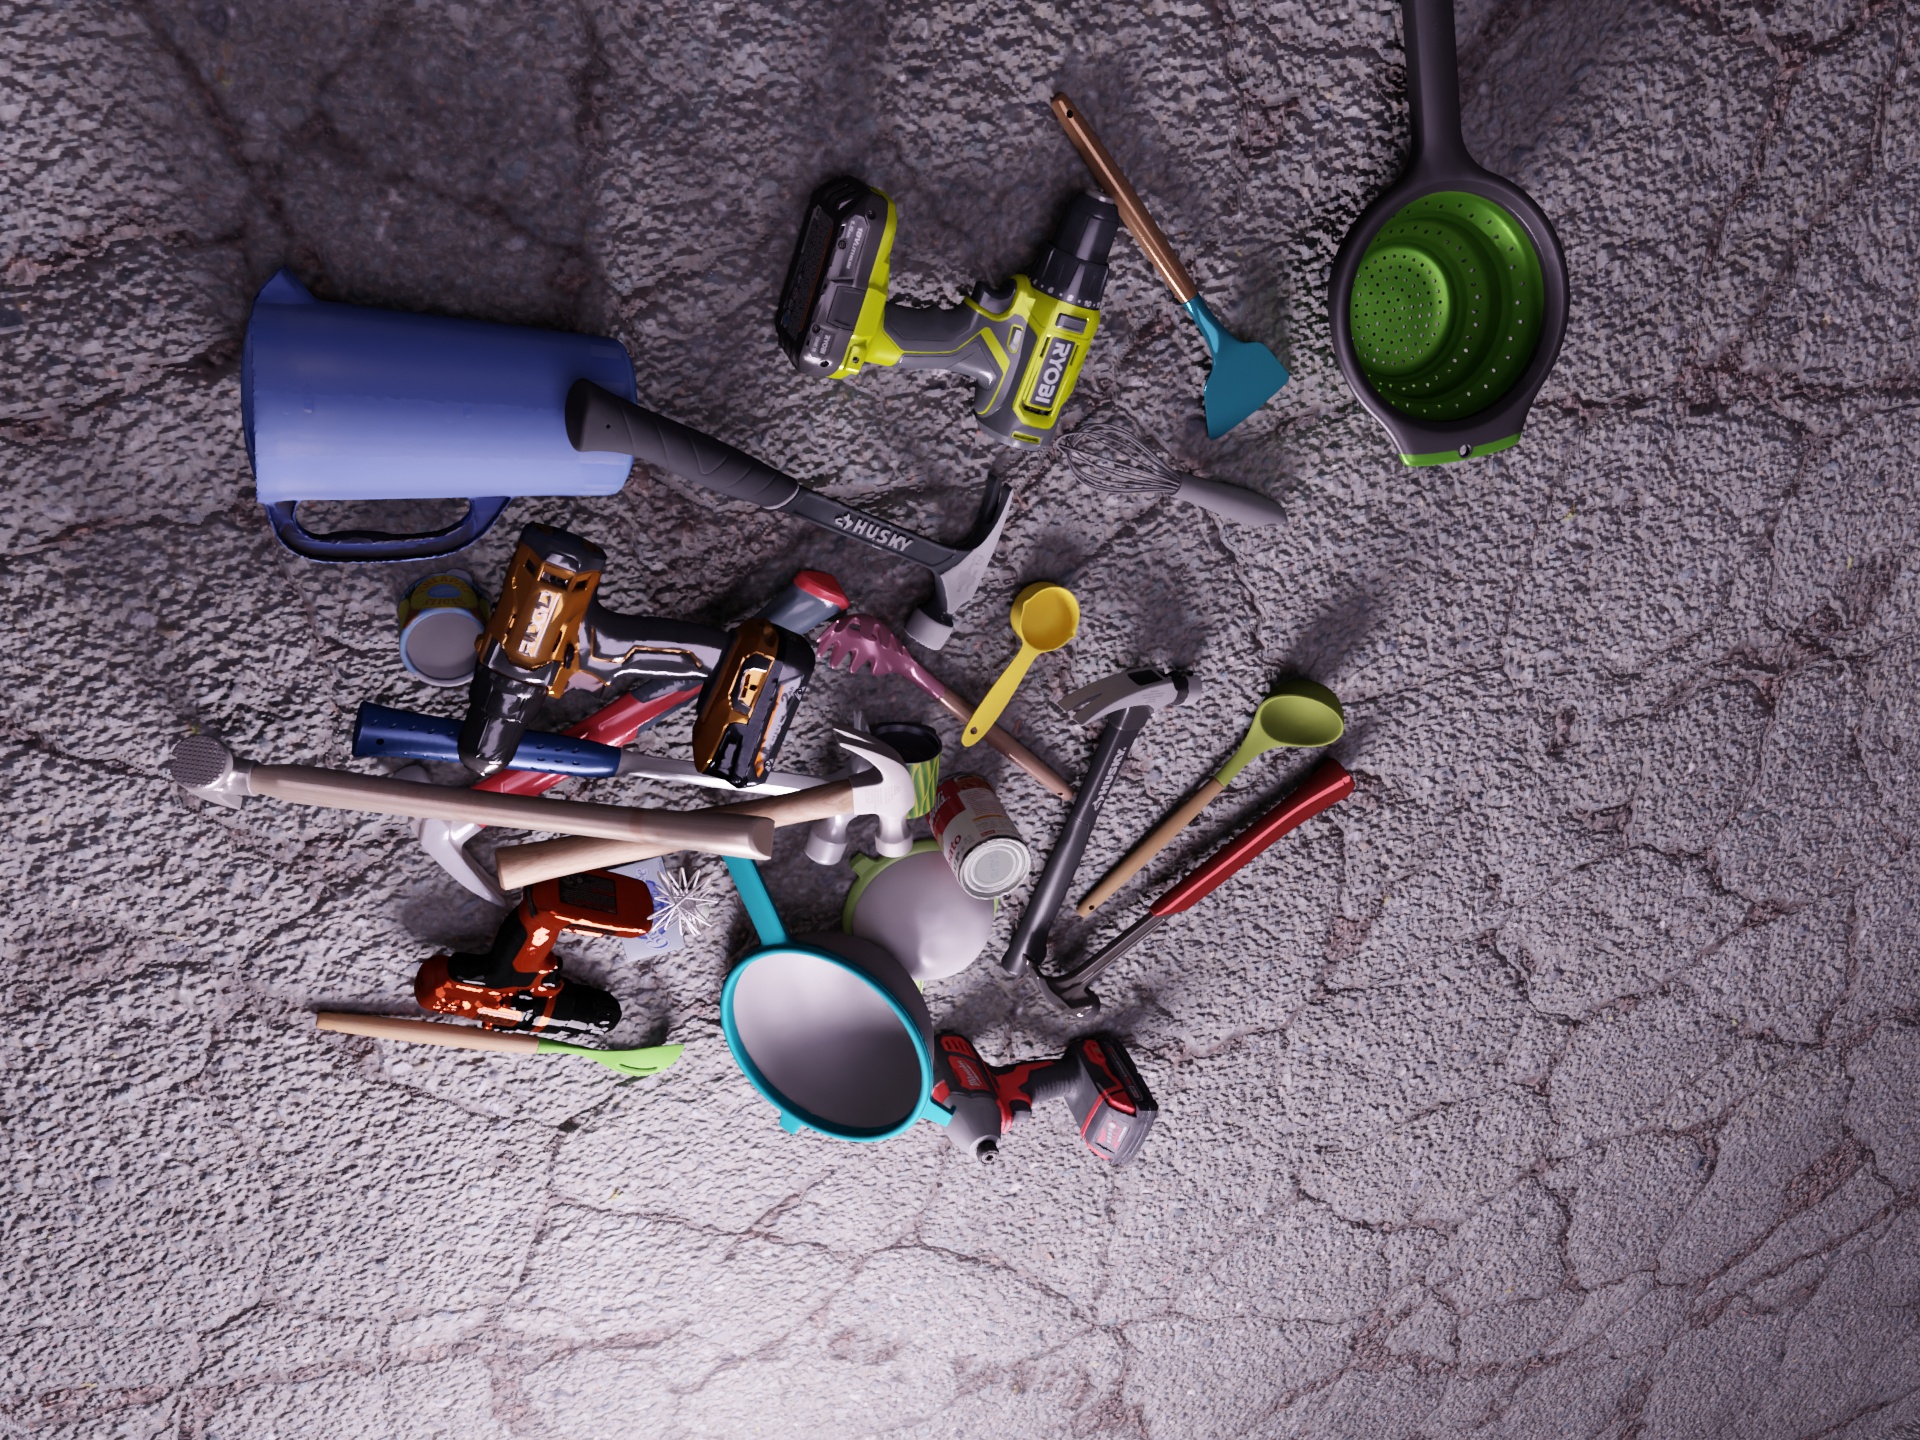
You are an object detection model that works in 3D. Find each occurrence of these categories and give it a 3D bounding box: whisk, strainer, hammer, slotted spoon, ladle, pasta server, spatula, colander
[{"bbox_3d":[0.179,-0.196,1.303,0.238,0.055,0.055,12,115,-31],"label":"whisk"},{"bbox_3d":[-0.034,0.233,1.472,0.151,0.069,0.256,-2,119,-19],"label":"strainer"},{"bbox_3d":[0.224,0.155,1.526,0.359,0.037,0.149,-38,144,2],"label":"hammer"},{"bbox_3d":[-0.396,0.280,1.386,0.313,0.031,0.070,12,157,-21],"label":"slotted spoon"},{"bbox_3d":[-0.197,0.080,1.255,0.331,0.031,0.130,-11,127,-15],"label":"hammer"},{"bbox_3d":[-0.256,0.029,1.238,0.405,0.035,0.144,9,119,-27],"label":"hammer"},{"bbox_3d":[-0.112,-0.162,1.147,0.408,0.036,0.149,17,110,-49],"label":"hammer"},{"bbox_3d":[0.103,0.099,1.447,0.146,0.035,0.334,-6,128,-41],"label":"hammer"},{"bbox_3d":[-0.253,0.005,1.270,0.386,0.038,0.143,-31,127,0],"label":"hammer"},{"bbox_3d":[0.227,0.081,1.487,0.078,0.062,0.320,38,105,-26],"label":"ladle"},{"bbox_3d":[-0.002,-0.004,1.358,0.060,0.040,0.316,-18,138,38],"label":"pasta server"},{"bbox_3d":[-0.343,0.065,1.167,0.410,0.146,0.038,8,79,-11],"label":"hammer"},{"bbox_3d":[0.156,-0.346,1.217,0.082,0.044,0.317,-38,121,6],"label":"spatula"},{"bbox_3d":[0.351,-0.401,1.227,0.204,0.094,0.397,-13,106,-13],"label":"colander"},{"bbox_3d":[-0.127,0.210,1.410,0.211,0.095,0.340,-12,109,32],"label":"strainer"},{"bbox_3d":[-0.219,0.149,1.275,0.059,0.246,0.058,-43,88,-10],"label":"whisk"}]

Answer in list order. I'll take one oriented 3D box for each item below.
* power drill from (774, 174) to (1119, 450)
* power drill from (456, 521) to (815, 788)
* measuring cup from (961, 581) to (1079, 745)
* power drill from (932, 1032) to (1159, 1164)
[{"bbox_3d":[-0.001,-0.309,1.148,0.228,0.080,0.190,8,117,-28],"label":"power drill"},{"bbox_3d":[-0.241,-0.021,1.157,0.226,0.084,0.185,21,101,-20],"label":"power drill"},{"bbox_3d":[0.042,-0.048,1.339,0.062,0.029,0.156,30,98,-34],"label":"measuring cup"},{"bbox_3d":[0.074,0.374,1.558,0.219,0.143,0.078,8,119,-27],"label":"power drill"}]
